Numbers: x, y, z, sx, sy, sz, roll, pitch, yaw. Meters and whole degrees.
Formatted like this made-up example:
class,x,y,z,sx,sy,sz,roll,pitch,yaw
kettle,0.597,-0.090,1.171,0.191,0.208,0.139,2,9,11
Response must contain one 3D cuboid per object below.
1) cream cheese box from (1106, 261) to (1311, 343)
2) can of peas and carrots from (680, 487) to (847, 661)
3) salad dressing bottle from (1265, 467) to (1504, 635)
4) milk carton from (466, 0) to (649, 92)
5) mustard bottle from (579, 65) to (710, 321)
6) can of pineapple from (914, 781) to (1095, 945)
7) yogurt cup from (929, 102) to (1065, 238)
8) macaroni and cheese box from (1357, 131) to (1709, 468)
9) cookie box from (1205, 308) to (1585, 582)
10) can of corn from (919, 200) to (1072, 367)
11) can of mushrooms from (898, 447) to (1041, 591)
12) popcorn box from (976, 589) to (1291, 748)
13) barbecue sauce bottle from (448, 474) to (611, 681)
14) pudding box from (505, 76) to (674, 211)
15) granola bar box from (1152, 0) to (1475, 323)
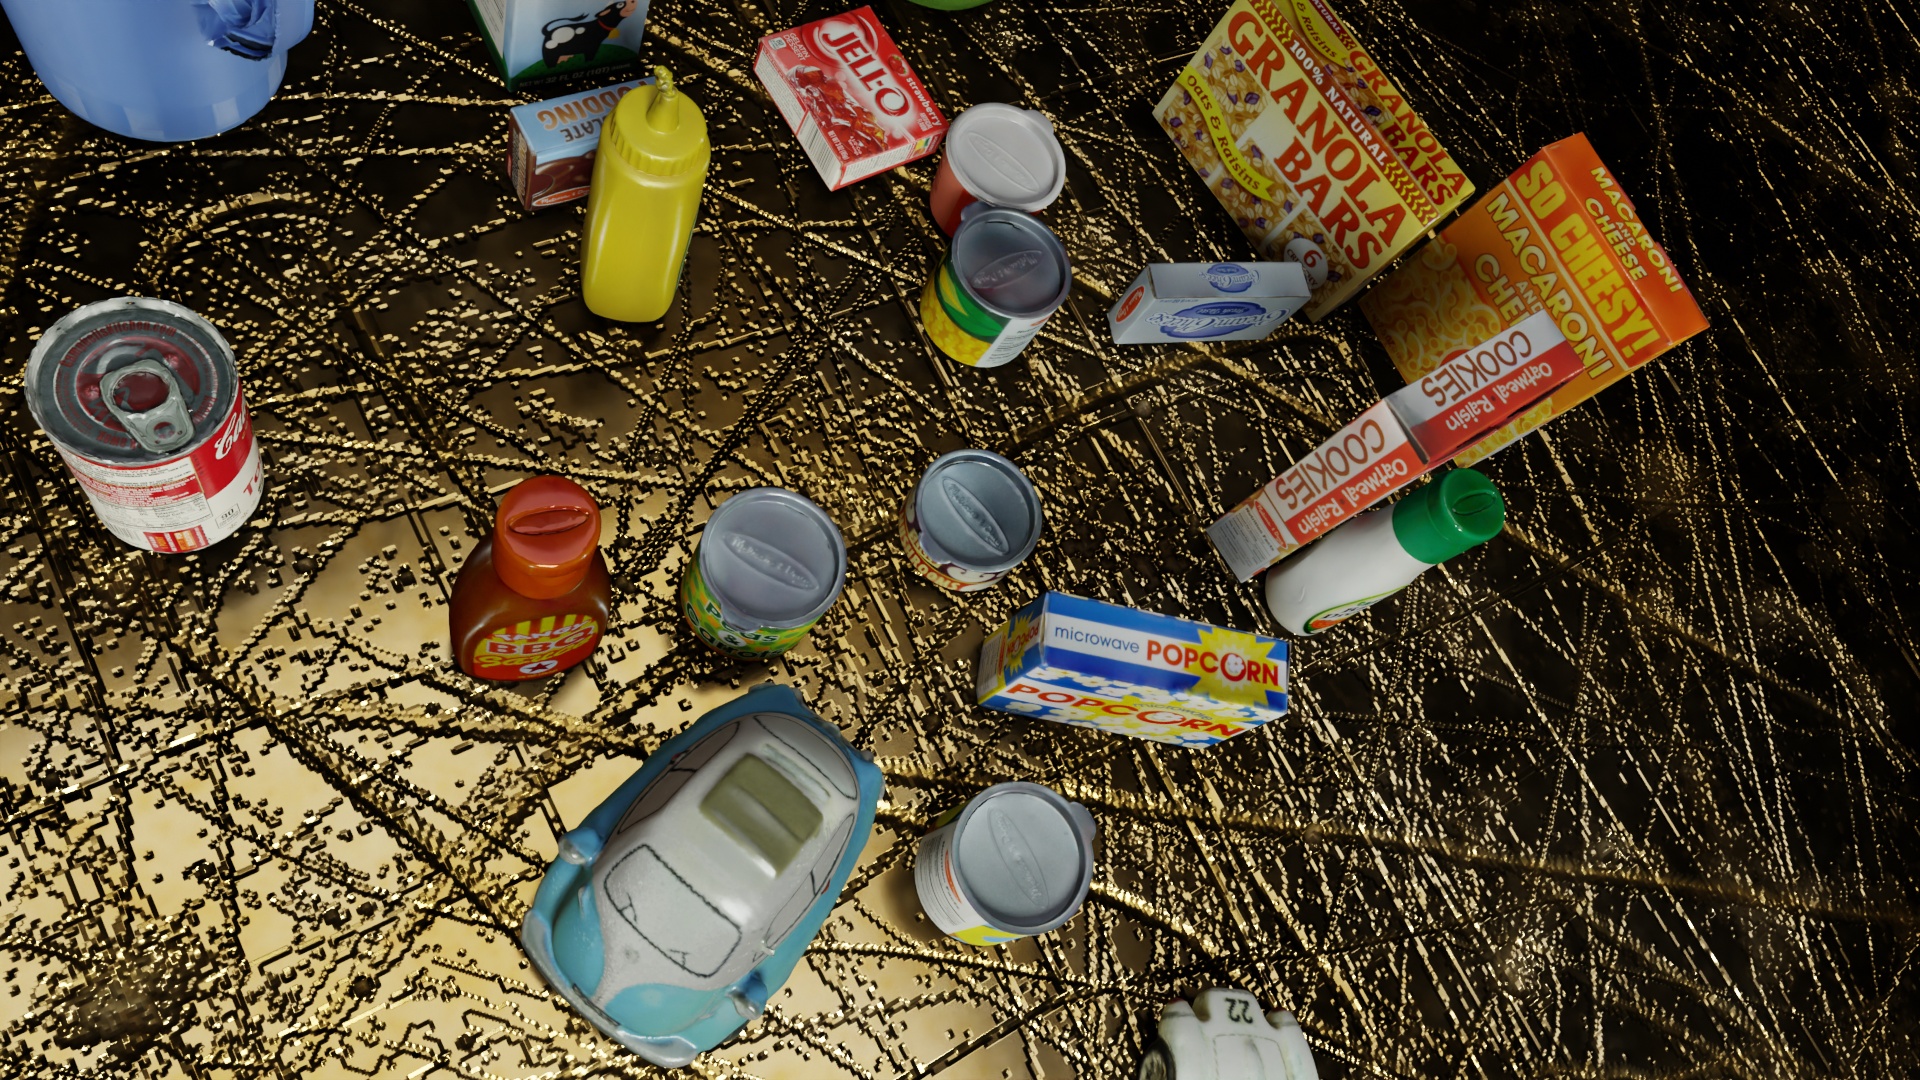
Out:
class,x,y,z,sx,sy,sz,roll,pitch,yaw
cream cheese box,0.140,-0.134,0.784,0.104,0.053,0.024,-5,72,-22
can of peas and carrots,-0.092,0.019,0.633,0.071,0.058,0.071,7,67,-18
salad dressing bottle,0.211,0.007,0.702,0.064,0.147,0.044,-17,77,-25
milk carton,-0.186,-0.303,0.650,0.072,0.189,0.073,-22,79,-26
mustard bottle,-0.142,-0.158,0.627,0.049,0.159,0.065,6,68,-19
can of pineapple,0.020,0.146,0.626,0.071,0.057,0.071,7,67,-18
yogurt cup,0.017,-0.196,0.762,0.072,0.053,0.072,7,67,-18
macaroni and cheese box,0.315,-0.130,0.785,0.040,0.165,0.124,-24,80,-27
cookie box,0.218,-0.045,0.714,0.123,0.166,0.040,-28,82,-27
can of corn,0.016,-0.135,0.735,0.071,0.058,0.071,7,67,-18
can of mushrooms,0.002,-0.009,0.694,0.071,0.033,0.071,7,67,-18
popcorn box,0.081,0.064,0.666,0.127,0.085,0.038,13,66,-16
barbecue sauce bottle,-0.169,0.017,0.554,0.065,0.148,0.044,-9,74,-24
pudding box,-0.181,-0.198,0.691,0.084,0.049,0.030,-24,80,-27
granola bar box,0.199,-0.226,0.803,0.039,0.123,0.165,-33,84,-28
